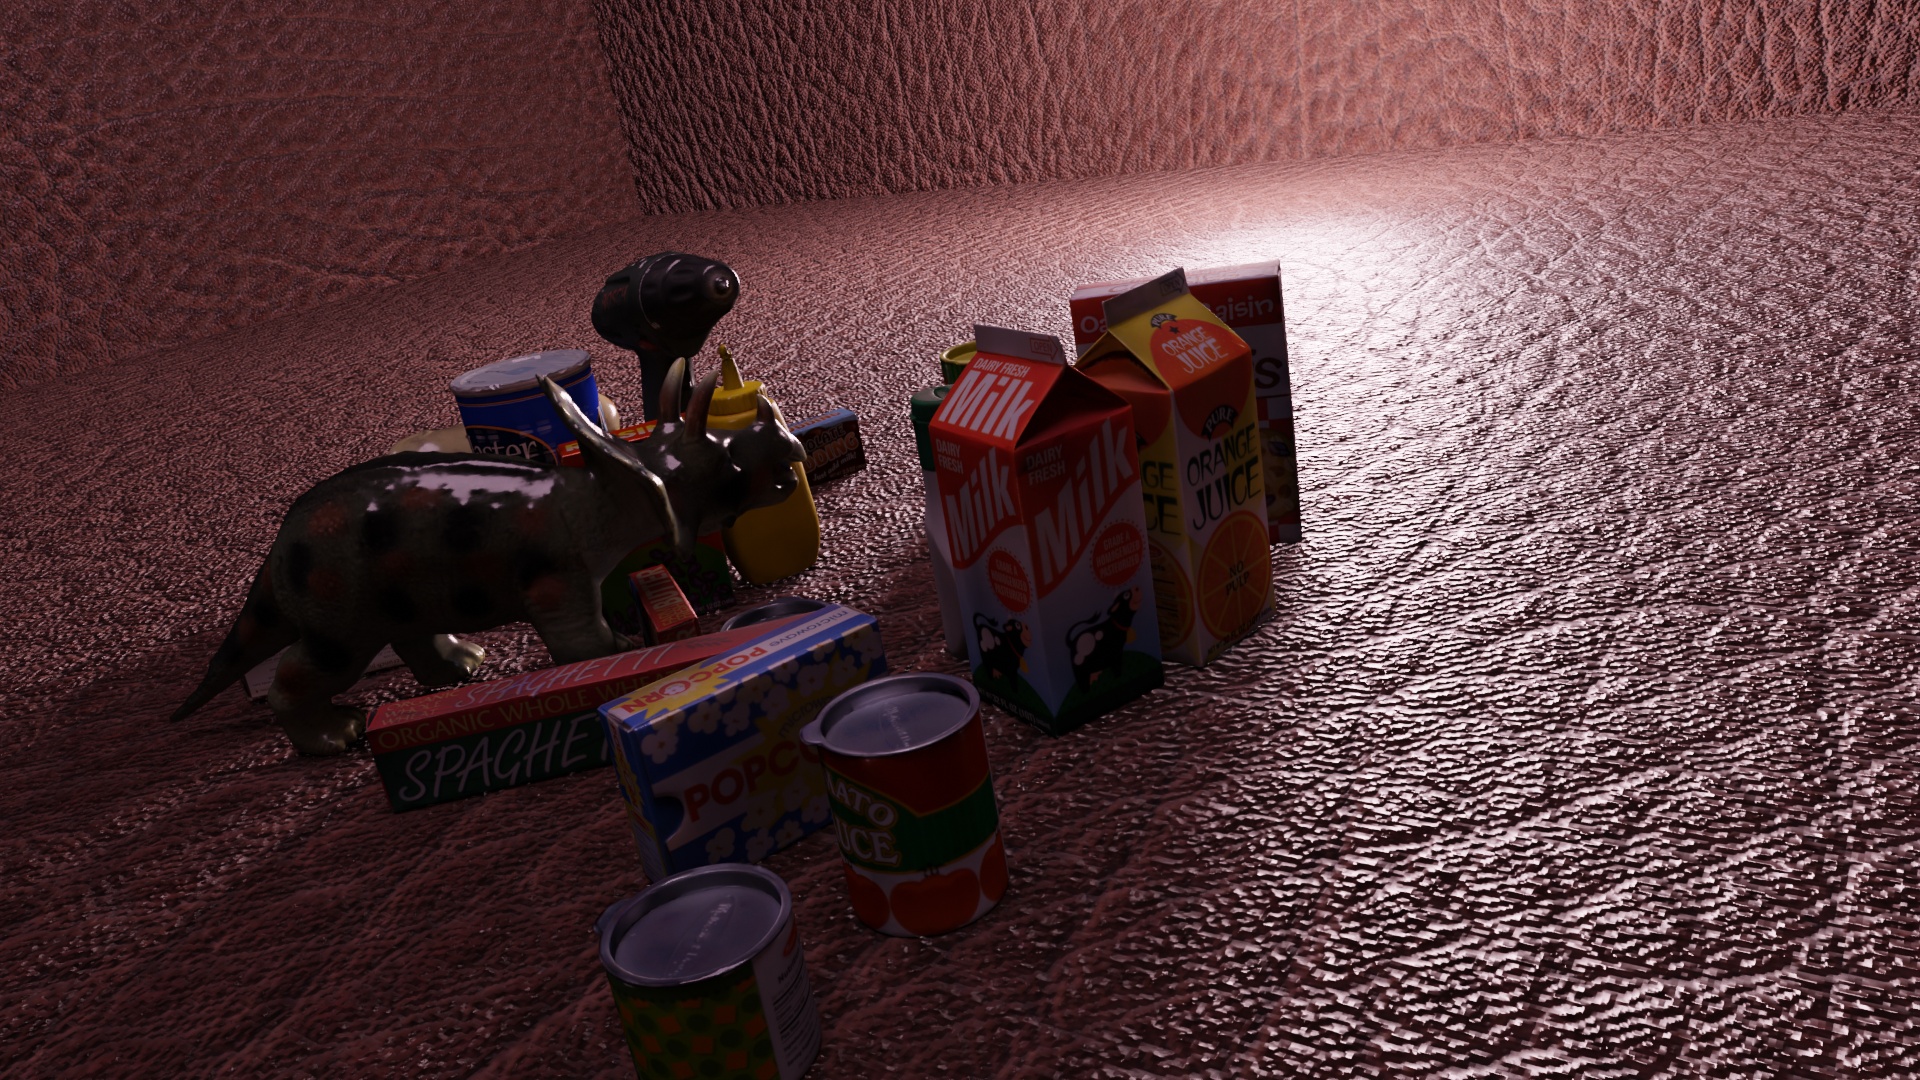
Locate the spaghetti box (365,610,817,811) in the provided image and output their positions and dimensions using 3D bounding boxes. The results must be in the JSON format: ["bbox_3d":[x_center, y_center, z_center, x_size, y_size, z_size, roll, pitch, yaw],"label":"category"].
[{"bbox_3d":[-0.175,0.086,0.719,0.250,0.050,0.029,-12,20,-6],"label":"spaghetti box"}]

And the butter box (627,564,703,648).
[{"bbox_3d":[-0.166,0.054,0.796,0.024,0.053,0.103,-17,21,-18],"label":"butter box"}]

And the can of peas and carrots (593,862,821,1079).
[{"bbox_3d":[-0.088,0.155,0.482,0.071,0.058,0.071,-9,20,3],"label":"can of peas and carrots"}]

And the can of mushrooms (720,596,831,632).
[{"bbox_3d":[-0.098,0.059,0.780,0.071,0.033,0.071,-9,20,3],"label":"can of mushrooms"}]

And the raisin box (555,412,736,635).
[{"bbox_3d":[-0.198,-0.010,0.881,0.086,0.123,0.040,-16,21,-15],"label":"raisin box"}]

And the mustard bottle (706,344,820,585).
[{"bbox_3d":[-0.137,-0.053,0.915,0.065,0.159,0.049,-20,22,-25],"label":"mustard bottle"}]

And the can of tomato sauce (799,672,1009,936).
[{"bbox_3d":[-0.020,0.105,0.551,0.071,0.082,0.071,-9,20,3],"label":"can of tomato sauce"}]

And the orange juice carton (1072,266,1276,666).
[{"bbox_3d":[0.106,-0.039,0.719,0.073,0.192,0.072,10,28,43],"label":"orange juice carton"}]

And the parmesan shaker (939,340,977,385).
[{"bbox_3d":[0.024,-0.091,1.026,0.071,0.102,0.071,-9,20,3],"label":"parmesan shaker"}]

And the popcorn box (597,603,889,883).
[{"bbox_3d":[-0.088,0.091,0.617,0.127,0.085,0.038,-23,24,-33],"label":"popcorn box"}]

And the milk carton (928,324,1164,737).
[{"bbox_3d":[0.040,-0.010,0.676,0.074,0.189,0.072,-22,23,-29],"label":"milk carton"}]

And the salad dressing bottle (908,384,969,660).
[{"bbox_3d":[0.003,-0.009,0.752,0.044,0.147,0.064,-13,20,-9],"label":"salad dressing bottle"}]

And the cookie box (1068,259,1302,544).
[{"bbox_3d":[0.139,-0.078,0.844,0.123,0.166,0.040,-5,20,14],"label":"cookie box"}]

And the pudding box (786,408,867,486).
[{"bbox_3d":[-0.121,-0.072,1.117,0.084,0.049,0.030,-20,22,-25],"label":"pudding box"}]
